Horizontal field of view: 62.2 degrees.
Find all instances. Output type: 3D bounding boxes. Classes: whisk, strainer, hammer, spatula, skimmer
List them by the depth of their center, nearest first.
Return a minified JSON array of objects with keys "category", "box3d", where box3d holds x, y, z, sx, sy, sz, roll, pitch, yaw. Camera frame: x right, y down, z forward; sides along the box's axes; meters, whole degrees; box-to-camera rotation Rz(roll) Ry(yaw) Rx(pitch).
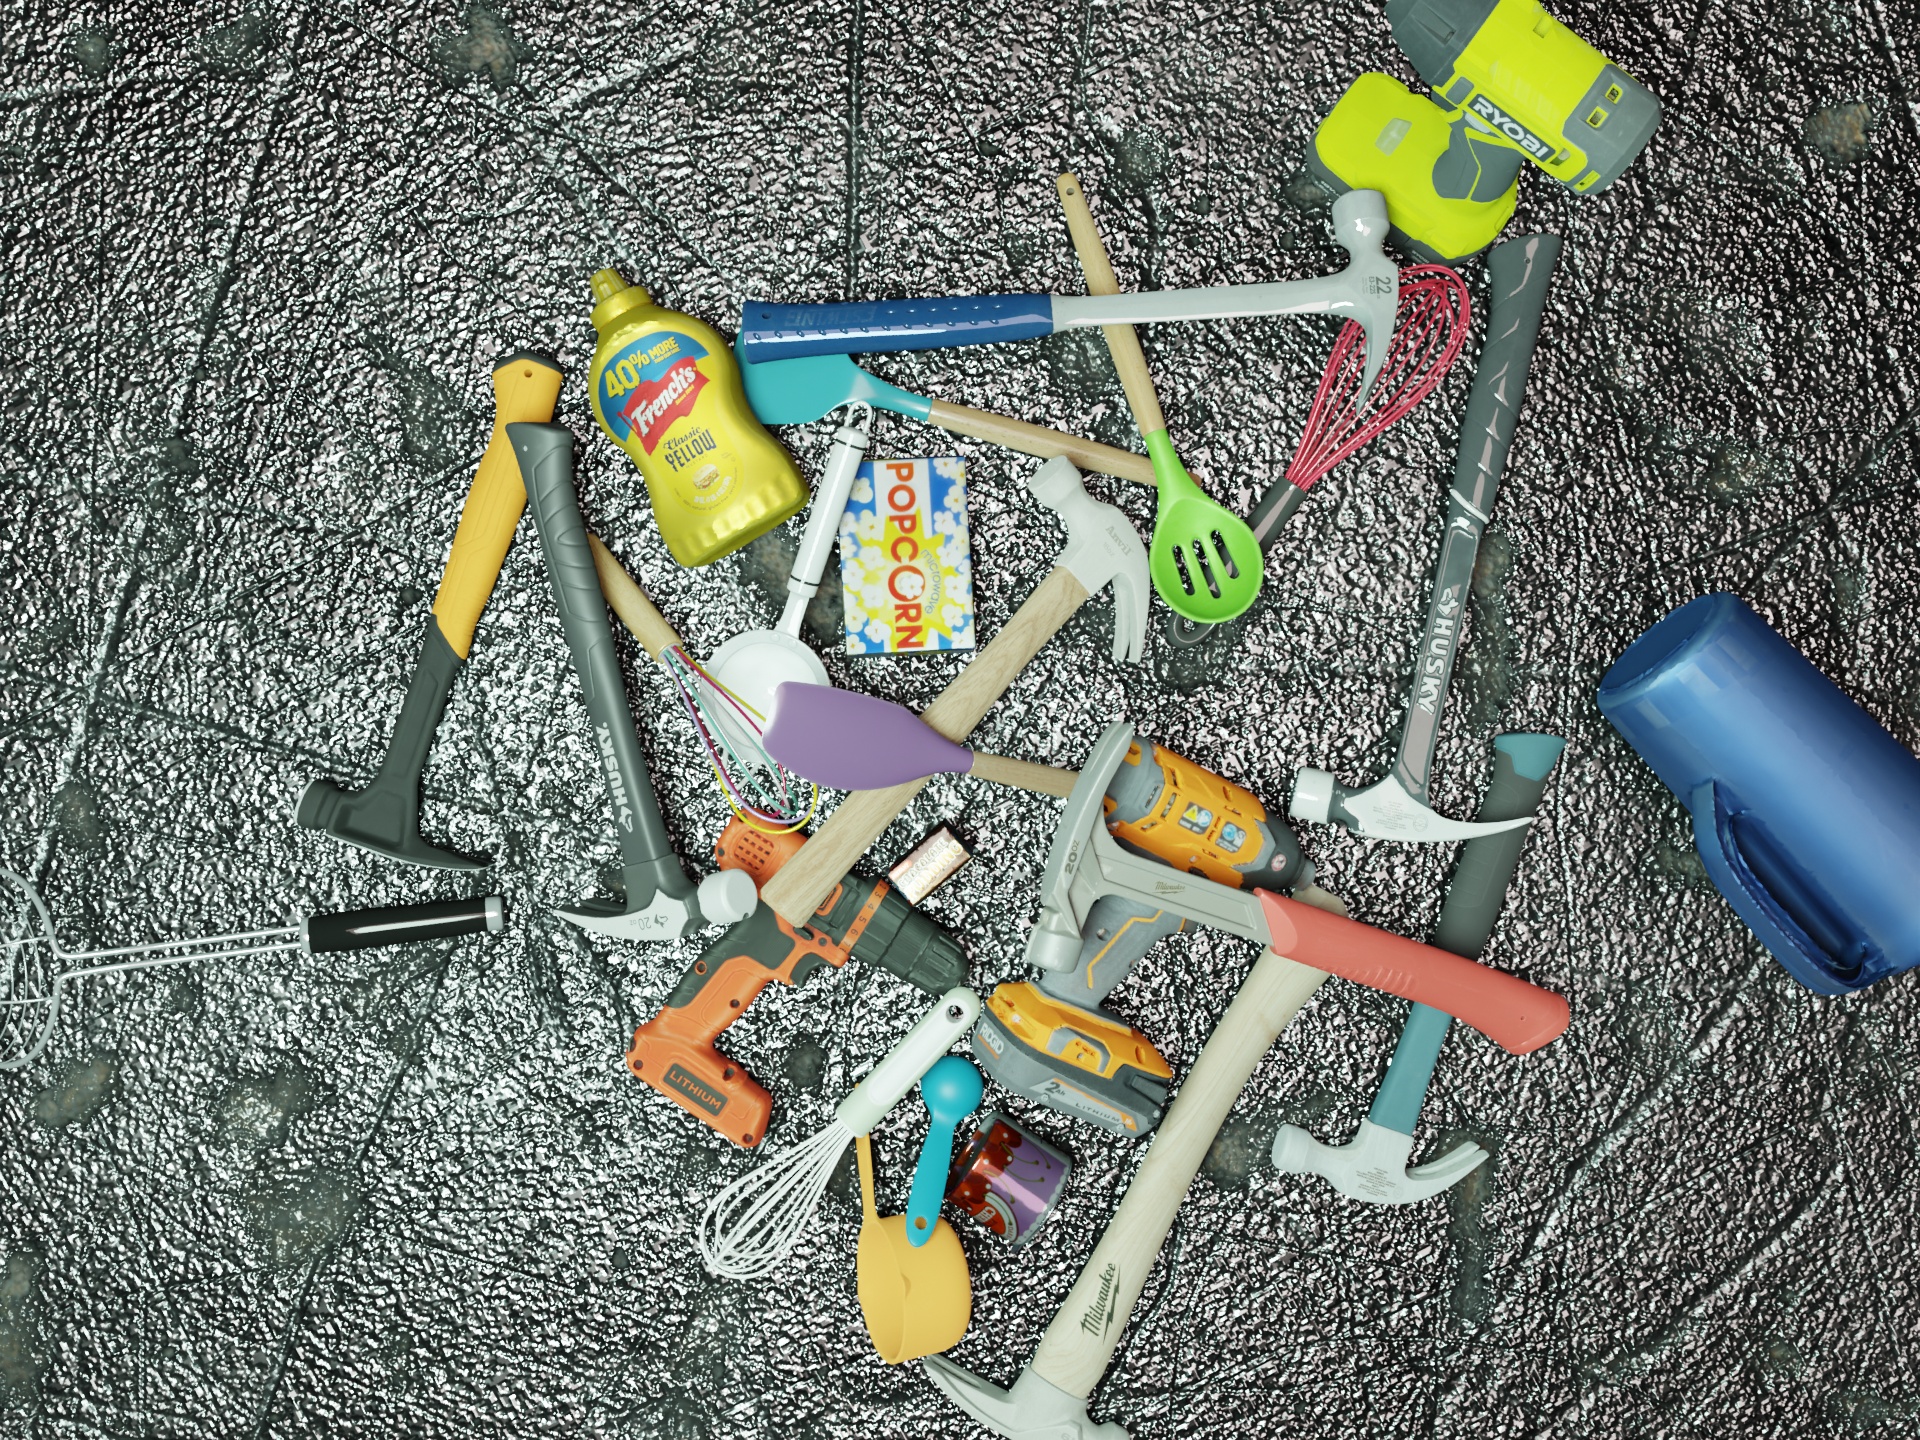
[{"category":"hammer","box3d":[0.220,0.123,0.965,0.359,0.037,0.149,19,91,-17]},{"category":"hammer","box3d":[0.068,-0.249,0.987,0.405,0.035,0.144,-3,71,3]},{"category":"spatula","box3d":[0.027,0.033,0.990,0.315,0.018,0.060,12,97,-23]},{"category":"hammer","box3d":[-0.228,-0.026,0.990,0.146,0.035,0.335,-15,90,34]},{"category":"whisk","box3d":[-0.173,-0.025,0.996,0.245,0.051,0.047,49,114,17]},{"category":"hammer","box3d":[-0.002,-0.003,0.999,0.331,0.031,0.130,-49,114,-8]},{"category":"strainer","box3d":[-0.100,-0.078,1.006,0.087,0.050,0.258,21,104,4]},{"category":"whisk","box3d":[-0.076,0.260,1.006,0.058,0.059,0.246,44,93,6]},{"category":"hammer","box3d":[-0.315,-0.072,1.023,0.127,0.034,0.337,18,90,-1]},{"category":"skimmer","box3d":[-0.480,0.143,1.025,0.363,0.090,0.127,-6,89,-12]},{"category":"whisk","box3d":[0.227,-0.168,1.031,0.073,0.073,0.296,36,96,-2]},{"category":"hammer","box3d":[0.332,-0.119,1.033,0.149,0.036,0.409,13,88,13]},{"category":"spatula","box3d":[0.004,-0.196,1.039,0.317,0.044,0.082,15,89,-7]},{"category":"hammer","box3d":[0.131,0.286,1.043,0.146,0.038,0.410,29,89,-1]},{"category":"hammer","box3d":[0.322,0.160,1.047,0.128,0.033,0.331,21,90,-1]}]

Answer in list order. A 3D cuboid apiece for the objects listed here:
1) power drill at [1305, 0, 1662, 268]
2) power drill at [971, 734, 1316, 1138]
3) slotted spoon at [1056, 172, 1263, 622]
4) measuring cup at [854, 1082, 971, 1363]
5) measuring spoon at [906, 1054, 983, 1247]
[{"category":"power drill","box3d":[0.291,-0.359,0.943,0.171,0.223,0.080,36,89,-2]},{"category":"power drill","box3d":[0.122,0.141,1.003,0.164,0.084,0.226,26,92,-23]},{"category":"slotted spoon","box3d":[0.119,-0.209,1.024,0.070,0.031,0.314,-19,83,7]},{"category":"measuring cup","box3d":[-0.034,0.319,1.026,0.052,0.095,0.174,-1,68,-22]},{"category":"measuring spoon","box3d":[-0.012,0.269,1.008,0.042,0.021,0.129,18,53,-4]}]
